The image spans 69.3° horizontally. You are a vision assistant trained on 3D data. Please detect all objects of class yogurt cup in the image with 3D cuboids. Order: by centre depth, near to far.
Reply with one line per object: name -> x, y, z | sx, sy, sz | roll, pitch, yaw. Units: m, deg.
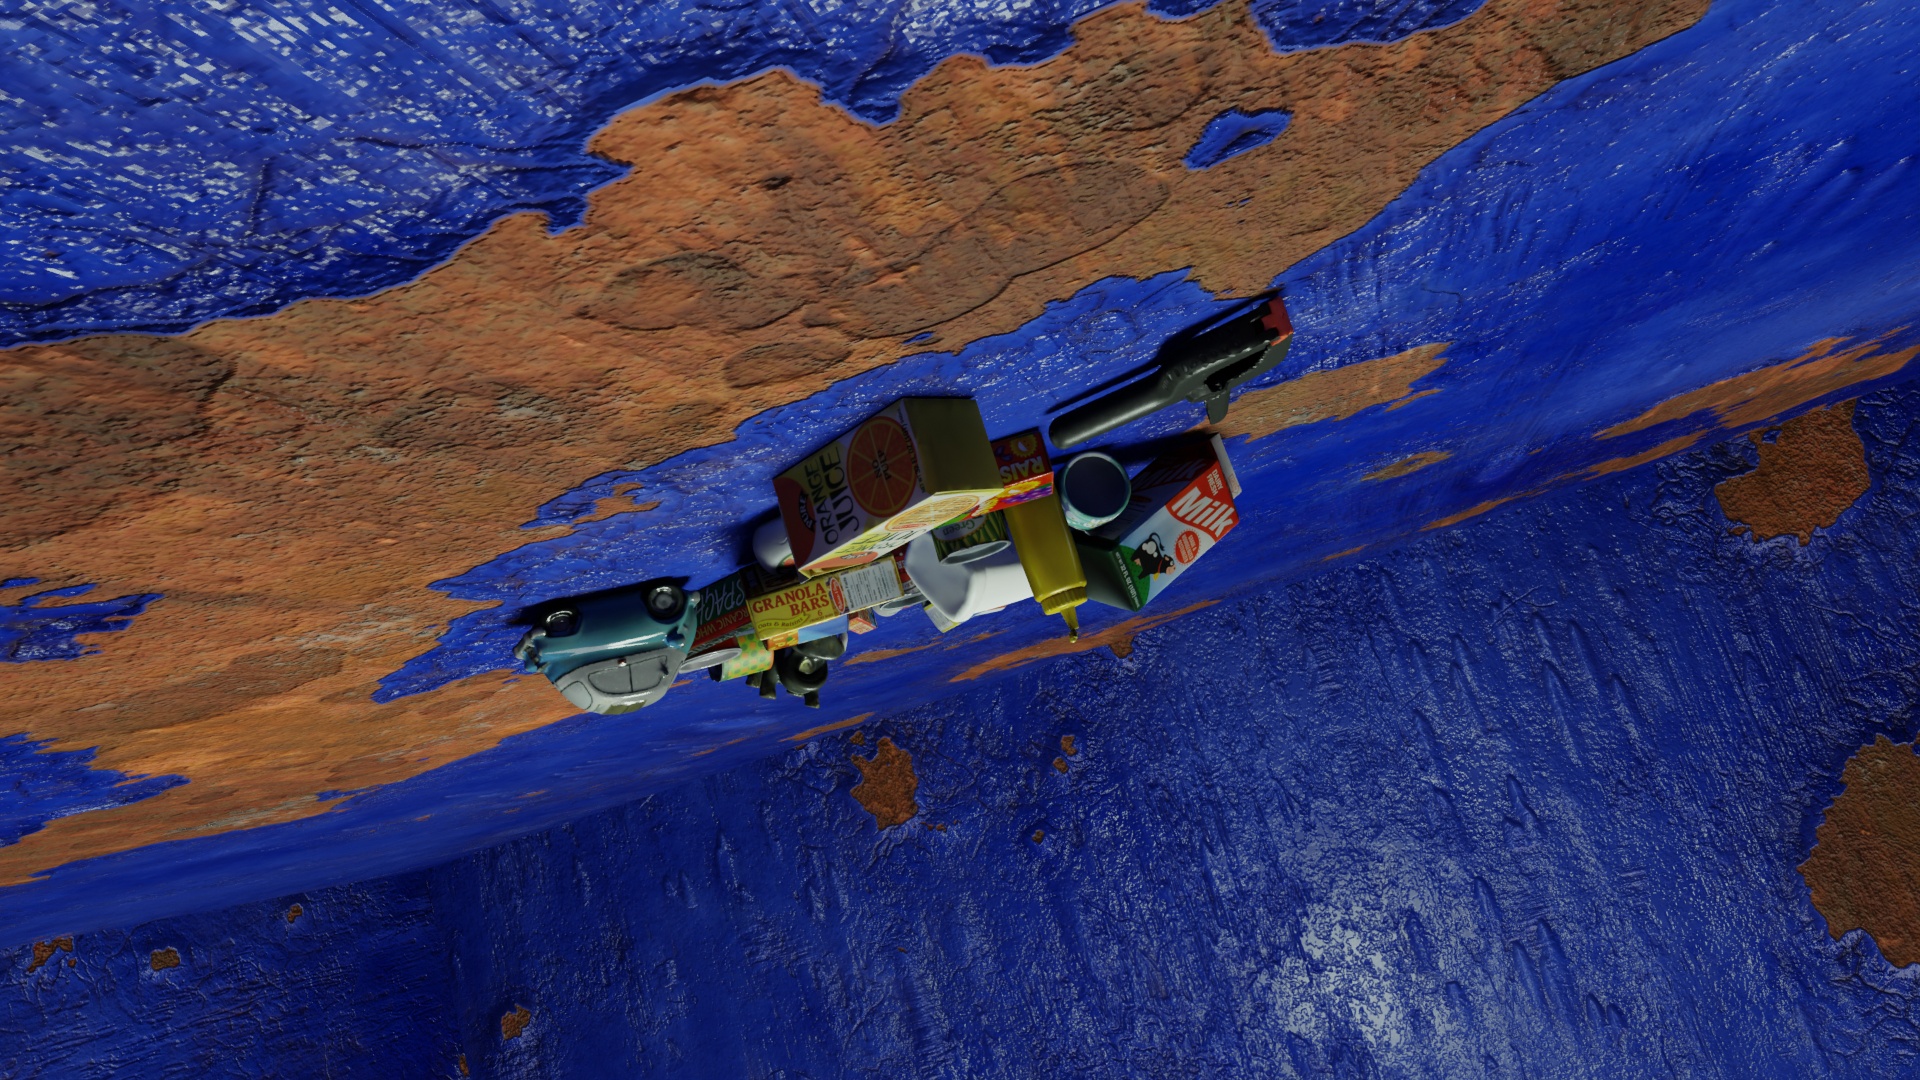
yogurt cup -> -0.258, 0.096, 1.390 | 0.072, 0.054, 0.072 | -17, 169, -3

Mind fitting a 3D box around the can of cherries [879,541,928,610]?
can of cherries -> -0.056, 0.031, 1.370 | 0.071, 0.058, 0.071 | -16, 169, -3

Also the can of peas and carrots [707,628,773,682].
can of peas and carrots -> -0.236, 0.113, 1.469 | 0.059, 0.071, 0.070 | -12, 168, -26

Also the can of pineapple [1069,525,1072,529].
can of pineapple -> 0.112, -0.027, 1.336 | 0.071, 0.058, 0.071 | -17, 169, -3

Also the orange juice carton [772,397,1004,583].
orange juice carton -> -0.067, -0.032, 0.994 | 0.073, 0.072, 0.192 | -5, 164, -47

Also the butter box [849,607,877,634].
butter box -> -0.115, 0.067, 1.470 | 0.024, 0.053, 0.103 | -20, 169, 5

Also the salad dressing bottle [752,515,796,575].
salad dressing bottle -> -0.098, -0.017, 1.096 | 0.147, 0.044, 0.064 | -24, 171, 31

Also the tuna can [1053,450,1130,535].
tuna can -> 0.116, -0.042, 1.231 | 0.071, 0.071, 0.032 | -14, 167, -16

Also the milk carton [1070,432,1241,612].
milk carton -> 0.191, -0.021, 1.294 | 0.191, 0.072, 0.073 | -39, -151, -24

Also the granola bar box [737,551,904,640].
granola bar box -> -0.123, 0.035, 1.187 | 0.124, 0.039, 0.165 | -17, -170, -9

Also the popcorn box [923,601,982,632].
popcorn box -> 0.029, 0.039, 1.463 | 0.127, 0.038, 0.085 | -41, -177, -34

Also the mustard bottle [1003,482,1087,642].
mustard bottle -> 0.076, 0.011, 1.200 | 0.049, 0.160, 0.065 | -18, 170, -5

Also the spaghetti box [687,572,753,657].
spaghetti box -> -0.273, 0.089, 1.339 | 0.249, 0.050, 0.029 | -24, 169, 31

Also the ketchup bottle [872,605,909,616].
ketchup bottle -> -0.053, 0.045, 1.483 | 0.065, 0.043, 0.148 | -15, 170, -29

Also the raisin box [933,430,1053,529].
raisin box -> 0.012, -0.047, 1.133 | 0.123, 0.040, 0.086 | -16, 168, 1

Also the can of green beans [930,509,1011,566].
can of green beans -> 0.005, -0.015, 1.228 | 0.071, 0.058, 0.071 | -16, 169, -3

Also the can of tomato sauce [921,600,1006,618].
can of tomato sauce -> 0.006, 0.052, 1.555 | 0.083, 0.071, 0.071 | -10, 167, -36

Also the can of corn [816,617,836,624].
can of corn -> -0.140, 0.046, 1.310 | 0.071, 0.058, 0.071 | -16, 169, -3

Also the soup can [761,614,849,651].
soup can -> -0.159, 0.070, 1.373 | 0.084, 0.071, 0.071 | -14, 169, -15
